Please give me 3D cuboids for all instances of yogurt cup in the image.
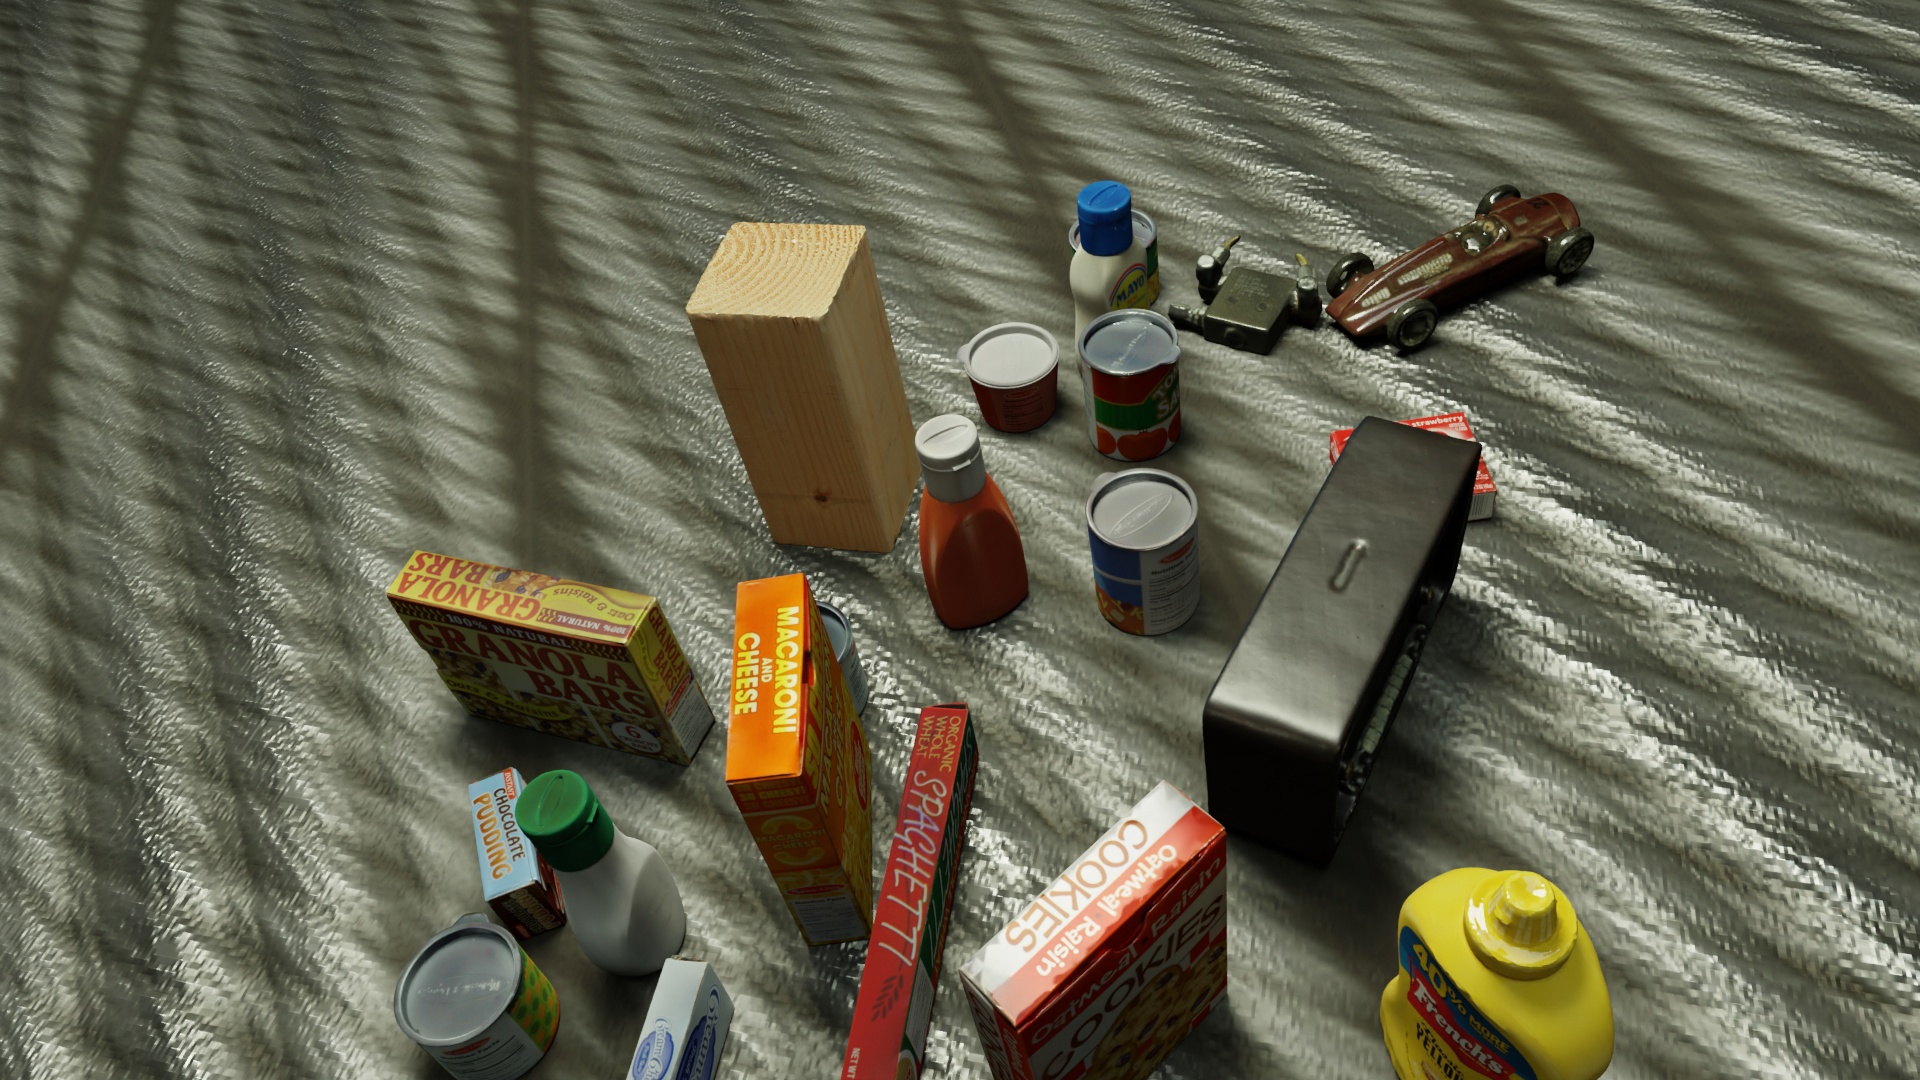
[{"bbox_3d":[0.039,-0.114,0.993,0.072,0.053,0.073,-5,47,6],"label":"yogurt cup"}]

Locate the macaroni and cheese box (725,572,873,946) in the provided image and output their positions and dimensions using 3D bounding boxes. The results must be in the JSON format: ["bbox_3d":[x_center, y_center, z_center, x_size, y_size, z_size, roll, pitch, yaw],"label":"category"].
[{"bbox_3d":[-0.080,0.117,0.729,0.040,0.165,0.124,-8,47,4],"label":"macaroni and cheese box"}]

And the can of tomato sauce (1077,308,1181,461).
[{"bbox_3d":[0.119,-0.105,0.950,0.071,0.082,0.071,-5,48,6],"label":"can of tomato sauce"}]

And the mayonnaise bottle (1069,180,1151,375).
[{"bbox_3d":[0.106,-0.180,0.977,0.041,0.147,0.065,31,61,33],"label":"mayonnaise bottle"}]

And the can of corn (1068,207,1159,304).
[{"bbox_3d":[0.119,-0.215,1.067,0.071,0.058,0.071,-5,47,6],"label":"can of corn"}]

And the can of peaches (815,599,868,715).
[{"bbox_3d":[-0.095,0.079,0.840,0.071,0.057,0.071,-5,47,6],"label":"can of peaches"}]

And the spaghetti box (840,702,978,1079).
[{"bbox_3d":[-0.025,0.199,0.723,0.029,0.050,0.251,2,49,12],"label":"spaghetti box"}]

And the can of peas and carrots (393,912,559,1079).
[{"bbox_3d":[-0.250,0.240,0.723,0.071,0.058,0.071,-5,47,6],"label":"can of peas and carrots"}]

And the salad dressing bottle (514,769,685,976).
[{"bbox_3d":[-0.183,0.171,0.712,0.044,0.147,0.064,1,49,12],"label":"salad dressing bottle"}]

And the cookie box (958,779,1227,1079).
[{"bbox_3d":[0.067,0.200,0.625,0.123,0.166,0.040,-38,52,-22],"label":"cookie box"}]

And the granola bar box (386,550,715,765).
[{"bbox_3d":[-0.243,0.071,0.830,0.165,0.123,0.039,9,51,19],"label":"granola bar box"}]

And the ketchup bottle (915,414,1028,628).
[{"bbox_3d":[0.003,-0.011,0.841,0.065,0.148,0.044,-25,48,-11],"label":"ketchup bottle"}]

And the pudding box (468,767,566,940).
[{"bbox_3d":[-0.251,0.177,0.787,0.030,0.049,0.084,-21,48,-8],"label":"pudding box"}]

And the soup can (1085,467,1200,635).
[{"bbox_3d":[0.111,0.006,0.850,0.071,0.083,0.072,-5,48,6],"label":"soup can"}]

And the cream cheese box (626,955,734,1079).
[{"bbox_3d":[-0.142,0.265,0.683,0.024,0.053,0.104,2,49,13],"label":"cream cheese box"}]
